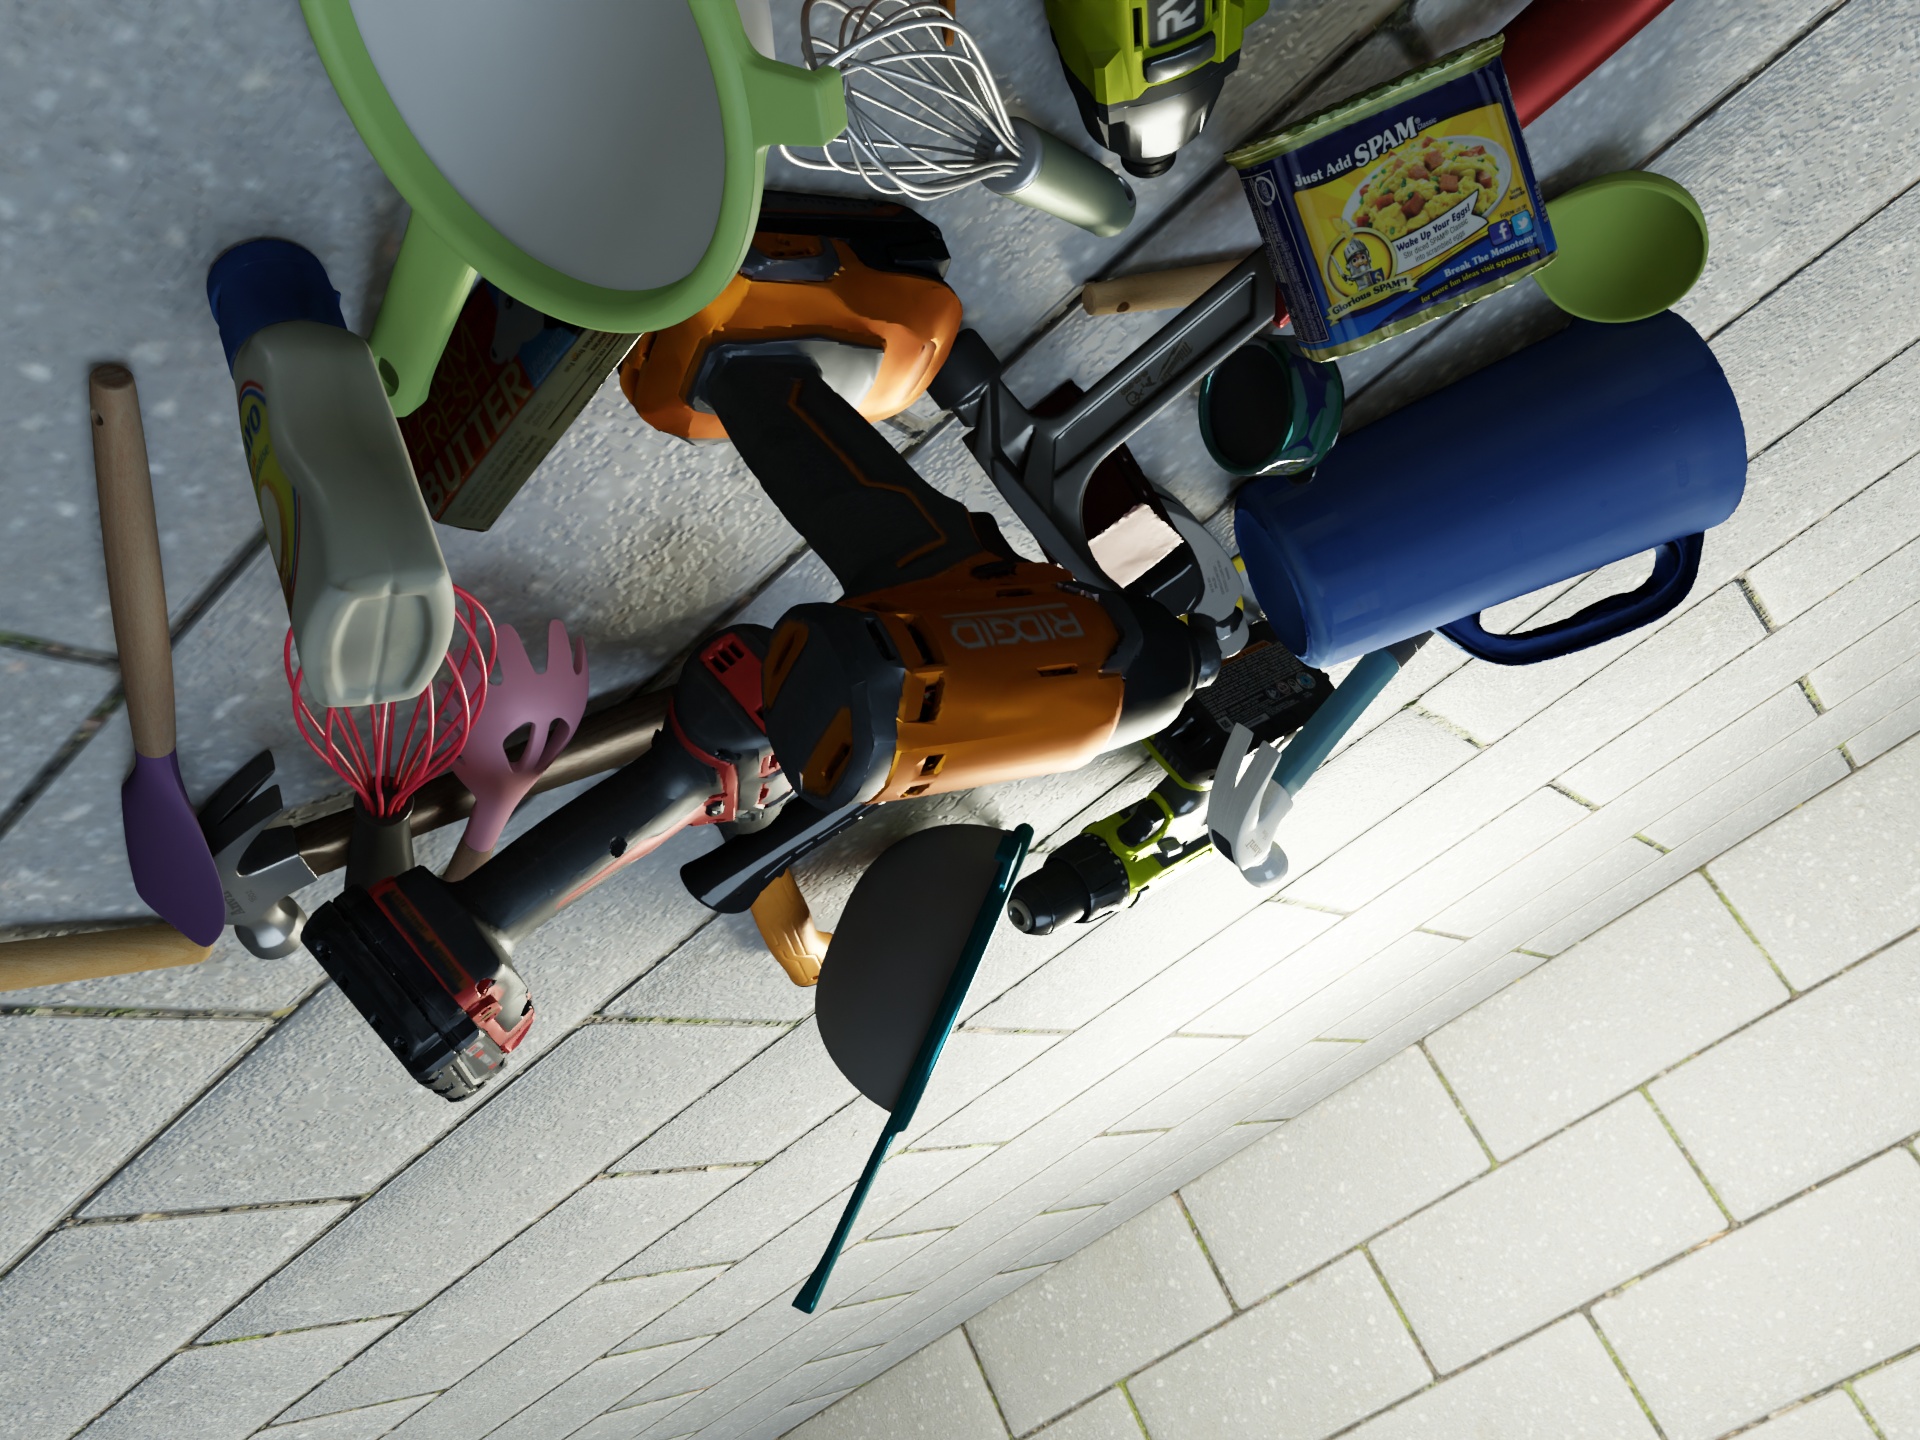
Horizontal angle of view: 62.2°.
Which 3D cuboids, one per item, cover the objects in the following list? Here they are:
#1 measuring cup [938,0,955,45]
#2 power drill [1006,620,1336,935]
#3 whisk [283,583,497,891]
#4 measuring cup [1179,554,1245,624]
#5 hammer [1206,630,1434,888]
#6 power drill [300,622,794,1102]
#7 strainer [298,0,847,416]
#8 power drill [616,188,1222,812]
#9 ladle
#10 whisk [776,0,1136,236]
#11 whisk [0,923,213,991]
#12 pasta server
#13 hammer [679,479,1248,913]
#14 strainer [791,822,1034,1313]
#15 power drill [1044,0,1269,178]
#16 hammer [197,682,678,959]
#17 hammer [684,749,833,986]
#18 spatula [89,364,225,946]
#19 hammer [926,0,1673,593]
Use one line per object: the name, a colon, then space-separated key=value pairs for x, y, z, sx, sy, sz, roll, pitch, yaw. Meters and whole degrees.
measuring cup: x=-0.028 y=-0.232 z=0.442 sx=0.052 sy=0.095 sz=0.173 roll=-5 pitch=175 yaw=1
power drill: x=0.133 y=0.051 z=1.045 sx=0.190 sy=0.080 sz=0.228 roll=-23 pitch=155 yaw=-34
whisk: x=-0.231 y=0.024 z=0.639 sx=0.073 sy=0.073 sz=0.295 roll=-13 pitch=157 yaw=-27
measuring cup: x=0.179 y=-0.088 z=0.921 sx=0.156 sy=0.029 sz=0.062 roll=-32 pitch=153 yaw=13
hammer: x=0.262 y=-0.048 z=0.945 sx=0.331 sy=0.033 sz=0.128 roll=-50 pitch=146 yaw=-2
power drill: x=-0.157 y=0.062 z=0.700 sx=0.227 sy=0.080 sz=0.187 roll=-40 pitch=172 yaw=-18
strainer: x=-0.121 y=-0.166 z=0.454 sx=0.069 sy=0.151 sz=0.256 roll=-49 pitch=-171 yaw=-34
power drill: x=-0.015 y=-0.077 z=0.539 sx=0.164 sy=0.227 sz=0.084 roll=-7 pitch=147 yaw=-35
ladle: x=0.203 y=-0.201 z=0.718 sx=0.320 sy=0.062 sz=0.078 roll=-13 pitch=150 yaw=-21
whisk: x=0.012 y=-0.183 z=0.514 sx=0.059 sy=0.058 sz=0.246 roll=-32 pitch=175 yaw=24
whisk: x=-0.450 y=0.108 z=0.683 sx=0.047 sy=0.051 sz=0.245 roll=-23 pitch=167 yaw=41
pasta server: x=-0.232 y=0.061 z=0.741 sx=0.060 sy=0.040 sz=0.316 roll=-9 pitch=152 yaw=-35
hammer: x=-0.001 y=-0.003 z=0.838 sx=0.335 sy=0.035 sz=0.146 roll=-33 pitch=142 yaw=-1
strainer: x=-0.062 y=0.205 z=1.016 sx=0.211 sy=0.095 sz=0.340 roll=50 pitch=65 yaw=-87
power drill: x=0.133 y=-0.271 z=0.510 sx=0.223 sy=0.080 sz=0.171 roll=-23 pitch=157 yaw=-1
hammer: x=-0.199 y=0.019 z=0.759 sx=0.331 sy=0.031 sz=0.130 roll=-21 pitch=153 yaw=-13
hammer: x=-0.126 y=0.100 z=0.967 sx=0.127 sy=0.034 sz=0.336 roll=-25 pitch=153 yaw=-7
spatula: x=-0.307 y=-0.006 z=0.606 sx=0.018 sy=0.060 sz=0.315 roll=-47 pitch=166 yaw=-43
hammer: x=0.163 y=-0.196 z=0.637 sx=0.359 sy=0.149 sz=0.037 roll=-39 pitch=-168 yaw=9
